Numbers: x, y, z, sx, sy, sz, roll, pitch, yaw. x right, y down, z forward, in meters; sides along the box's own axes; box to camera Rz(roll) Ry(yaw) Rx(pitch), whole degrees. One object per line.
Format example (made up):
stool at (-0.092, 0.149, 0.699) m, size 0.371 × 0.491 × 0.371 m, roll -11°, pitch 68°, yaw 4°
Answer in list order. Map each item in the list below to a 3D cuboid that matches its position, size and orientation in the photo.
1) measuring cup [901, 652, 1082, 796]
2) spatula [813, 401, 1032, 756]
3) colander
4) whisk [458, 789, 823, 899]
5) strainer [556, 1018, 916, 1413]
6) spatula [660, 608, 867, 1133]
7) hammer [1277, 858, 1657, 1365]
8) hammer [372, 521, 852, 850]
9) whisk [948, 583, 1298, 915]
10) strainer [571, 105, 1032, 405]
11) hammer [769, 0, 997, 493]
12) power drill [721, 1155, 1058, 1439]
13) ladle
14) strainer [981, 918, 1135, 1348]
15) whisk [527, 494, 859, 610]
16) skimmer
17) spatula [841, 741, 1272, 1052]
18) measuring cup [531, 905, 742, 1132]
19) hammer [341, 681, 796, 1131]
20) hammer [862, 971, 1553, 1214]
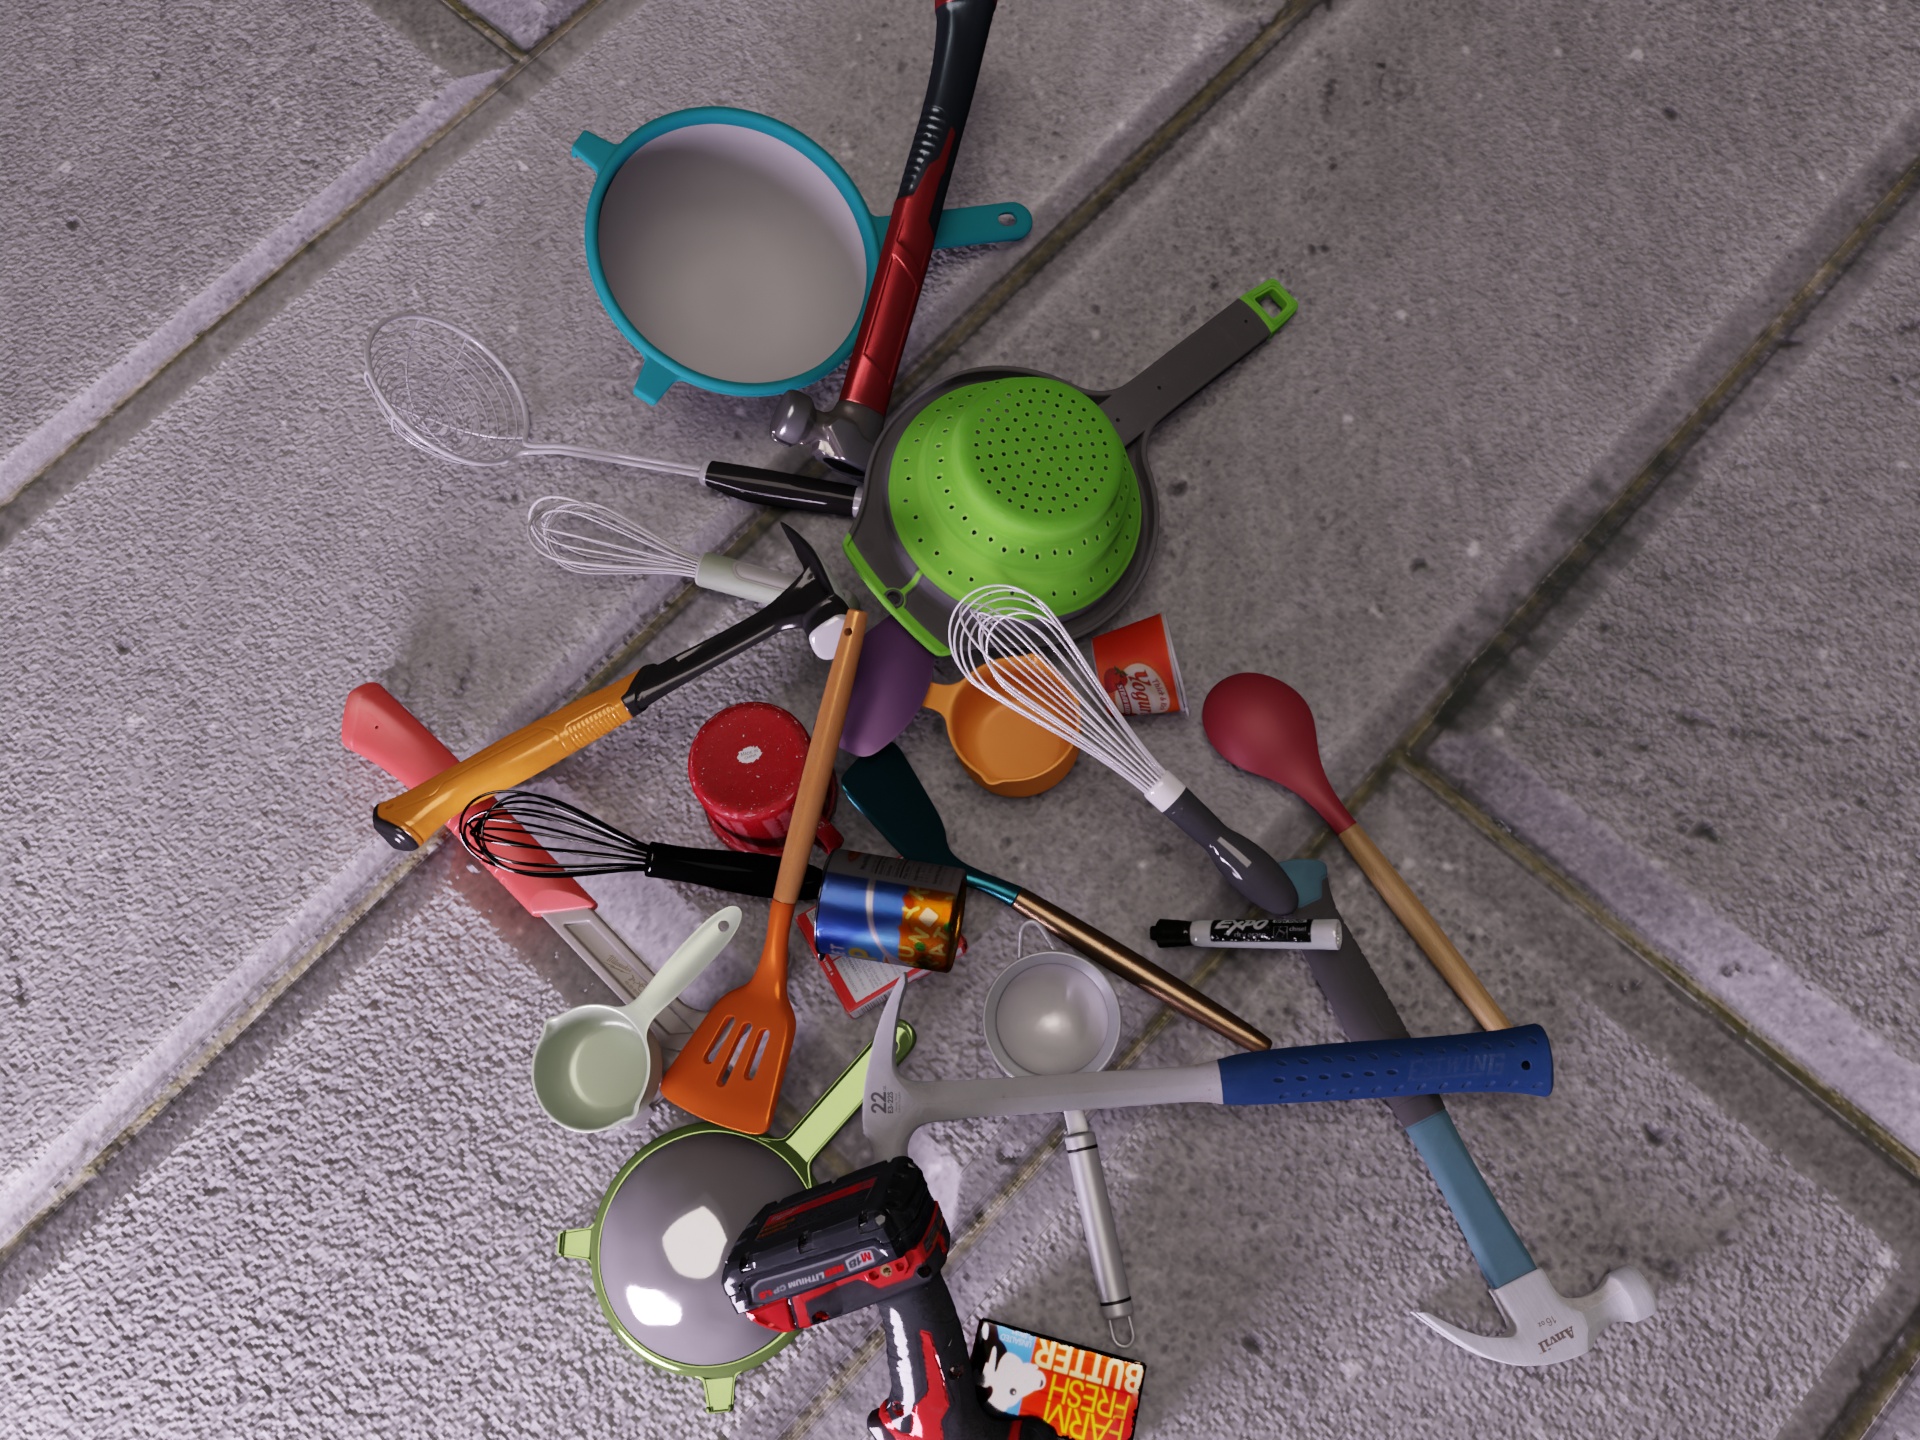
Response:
measuring cup at (-0.002, -0.003, 1.065) m, size 0.174 × 0.052 × 0.095 m, roll 15°, pitch 72°, yaw 15°
spatula at (-0.008, -0.110, 1.084) m, size 0.060 × 0.018 × 0.316 m, roll 22°, pitch 66°, yaw 10°
colander at (0.102, -0.206, 1.073) m, size 0.397 × 0.094 × 0.204 m, roll -40°, pitch 84°, yaw -20°
whisk at (-0.196, 0.085, 1.010) m, size 0.238 × 0.055 × 0.055 m, roll 11°, pitch 70°, yaw -19°
strainer at (-0.120, 0.278, 0.964) m, size 0.151 × 0.069 × 0.256 m, roll 40°, pitch 80°, yaw 15°
spatula at (-0.106, 0.088, 0.976) m, size 0.081 × 0.041 × 0.322 m, roll 16°, pitch 93°, yaw 24°
hammer at (0.279, 0.230, 0.973) m, size 0.128 × 0.033 × 0.331 m, roll -25°, pitch 71°, yaw -6°
hammer at (-0.230, -0.014, 1.039) m, size 0.337 × 0.034 × 0.127 m, roll -29°, pitch 41°, yaw -1°
whisk at (0.103, 0.023, 0.995) m, size 0.284 × 0.070 × 0.070 m, roll 43°, pitch 78°, yaw 1°
strainer at (-0.113, -0.338, 1.174) m, size 0.340 × 0.095 × 0.211 m, roll -14°, pitch 87°, yaw -23°
hammer at (-0.019, -0.351, 1.141) m, size 0.143 × 0.038 × 0.386 m, roll 20°, pitch 76°, yaw -23°
power drill at (-0.040, 0.372, 0.892) m, size 0.143 × 0.078 × 0.219 m, roll -24°, pitch 94°, yaw 12°
ladle at (0.264, 0.092, 1.026) m, size 0.069 × 0.031 × 0.316 m, roll -33°, pitch 74°, yaw -7°
strainer at (0.071, 0.251, 0.977) m, size 0.087 × 0.050 × 0.258 m, roll -13°, pitch 76°, yaw 5°
whisk at (-0.189, -0.110, 1.117) m, size 0.246 × 0.059 × 0.058 m, roll 15°, pitch 45°, yaw 5°
skimmer at (-0.240, -0.211, 1.131) m, size 0.363 × 0.090 × 0.127 m, roll 11°, pitch 41°, yaw 5°
spatula at (0.062, 0.119, 1.018) m, size 0.317 × 0.082 × 0.044 m, roll 30°, pitch 117°, yaw 9°
measuring cup at (-0.189, 0.180, 0.977) m, size 0.083 × 0.038 × 0.167 m, roll 41°, pitch 85°, yaw 16°
hammer at (-0.280, 0.094, 1.056) m, size 0.359 × 0.036 × 0.149 m, roll 42°, pitch 78°, yaw 15°
hammer at (0.143, 0.209, 0.945) m, size 0.405 × 0.035 × 0.144 m, roll -4°, pitch 80°, yaw 1°
